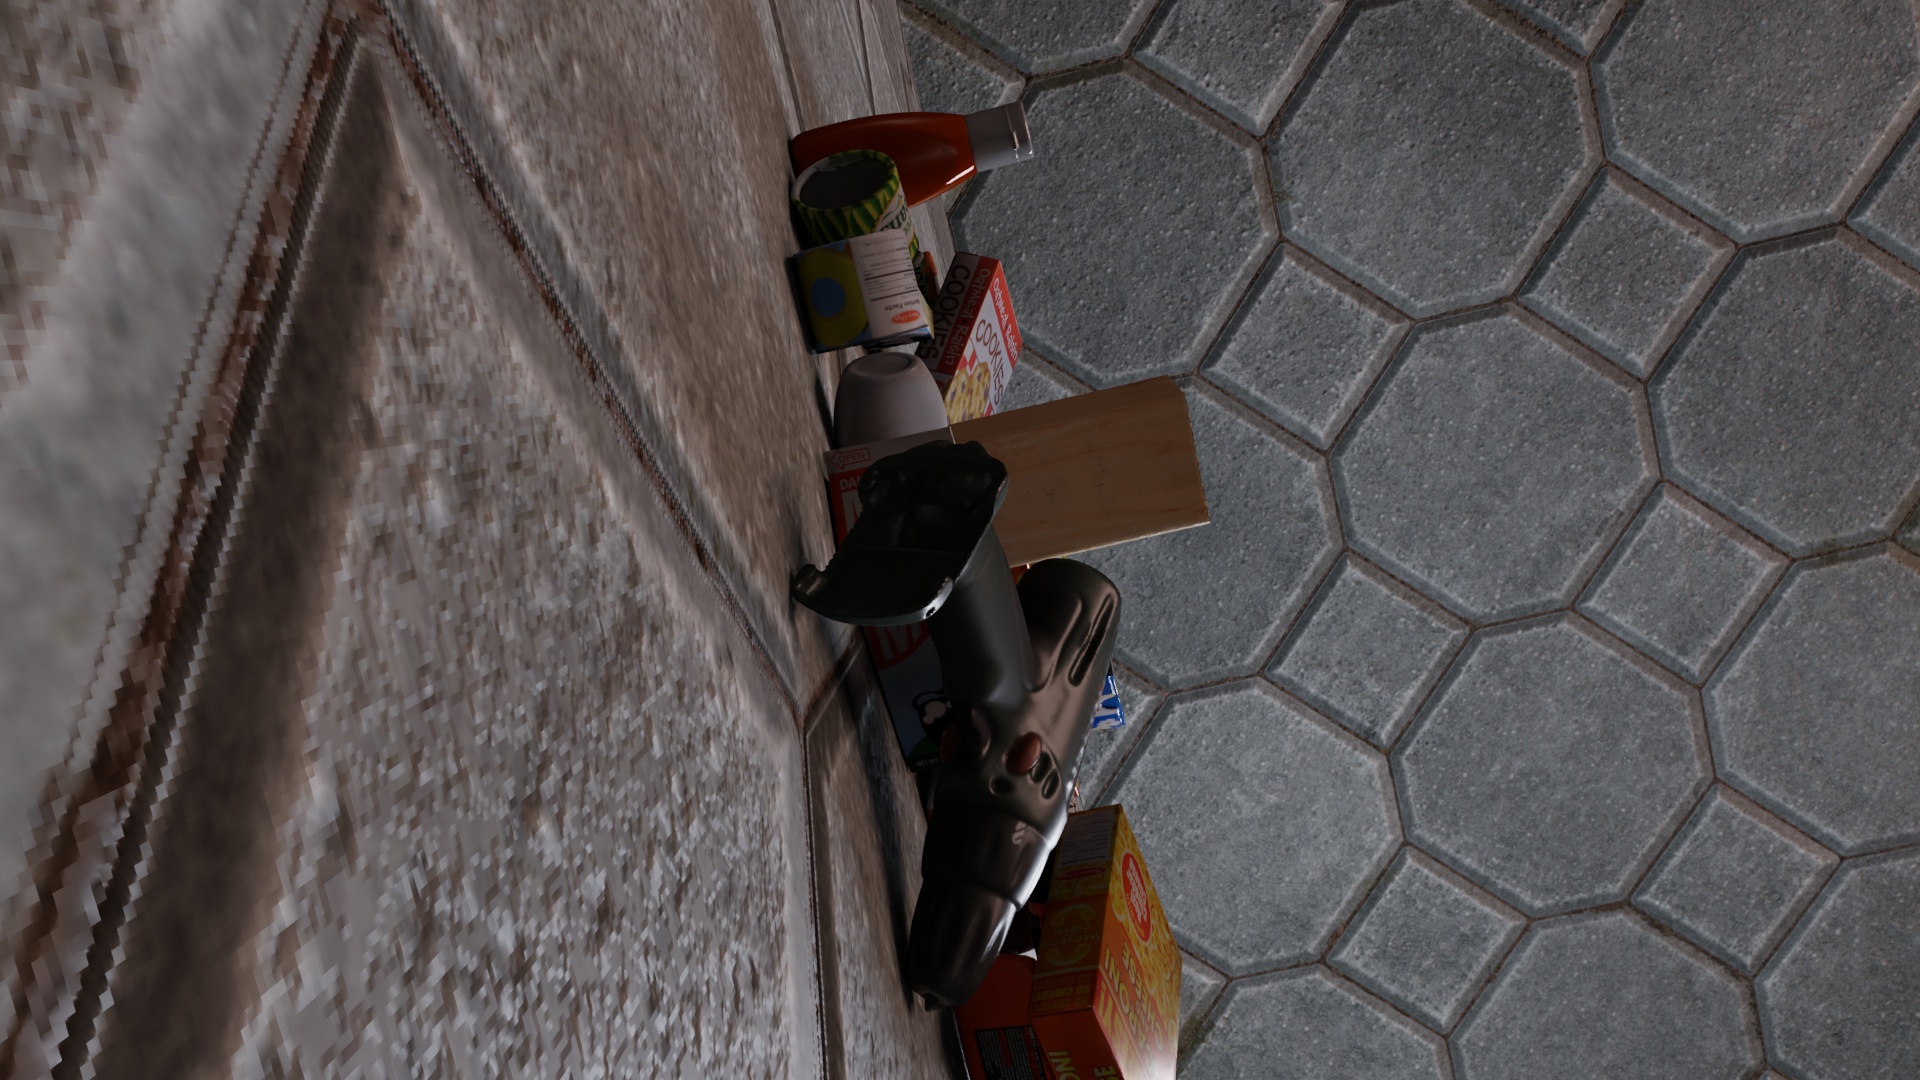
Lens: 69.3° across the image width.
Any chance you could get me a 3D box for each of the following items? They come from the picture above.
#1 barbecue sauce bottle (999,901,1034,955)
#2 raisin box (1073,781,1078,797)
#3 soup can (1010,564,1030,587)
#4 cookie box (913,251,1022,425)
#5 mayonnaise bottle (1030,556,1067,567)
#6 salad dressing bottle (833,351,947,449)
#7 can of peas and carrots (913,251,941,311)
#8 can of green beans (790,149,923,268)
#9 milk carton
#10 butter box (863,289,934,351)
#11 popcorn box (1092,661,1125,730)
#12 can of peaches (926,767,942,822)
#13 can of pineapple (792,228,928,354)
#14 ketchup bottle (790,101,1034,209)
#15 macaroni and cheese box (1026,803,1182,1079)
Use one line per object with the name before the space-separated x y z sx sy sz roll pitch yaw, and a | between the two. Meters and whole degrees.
barbecue sauce bottle | 0.030 0.219 0.980 0.149 0.044 0.064 -95 169 -63
raisin box | 0.029 0.134 0.937 0.122 0.086 0.040 71 14 -51
soup can | 0.012 0.050 0.980 0.071 0.084 0.071 -16 94 -85
cookie box | -0.004 -0.121 1.079 0.122 0.040 0.168 67 41 -64
mayonnaise bottle | 0.062 -0.029 1.199 0.065 0.041 0.148 -60 138 -79
salad dressing bottle | -0.036 -0.033 0.804 0.044 0.064 0.147 -127 -153 -59
can of peas and carrots | -0.045 -0.192 1.102 0.071 0.059 0.071 -17 94 -85
can of green beans | -0.064 -0.196 0.846 0.057 0.071 0.071 72 7 -46
milk carton | -0.018 0.028 0.767 0.074 0.072 0.189 -95 172 -61
butter box | -0.052 -0.161 0.978 0.103 0.053 0.024 44 36 -80
popcorn box | 0.047 0.106 0.974 0.085 0.127 0.038 70 13 -56
can of peaches | 0.014 0.147 0.835 0.058 0.071 0.071 -90 166 -67
can of pineapple | -0.058 -0.141 0.787 0.071 0.071 0.057 -78 155 -79
ketchup bottle | -0.029 -0.244 0.884 0.044 0.149 0.064 -92 168 -60
macaroni and cheese box | 0.084 0.247 0.770 0.167 0.040 0.123 -66 137 -62
